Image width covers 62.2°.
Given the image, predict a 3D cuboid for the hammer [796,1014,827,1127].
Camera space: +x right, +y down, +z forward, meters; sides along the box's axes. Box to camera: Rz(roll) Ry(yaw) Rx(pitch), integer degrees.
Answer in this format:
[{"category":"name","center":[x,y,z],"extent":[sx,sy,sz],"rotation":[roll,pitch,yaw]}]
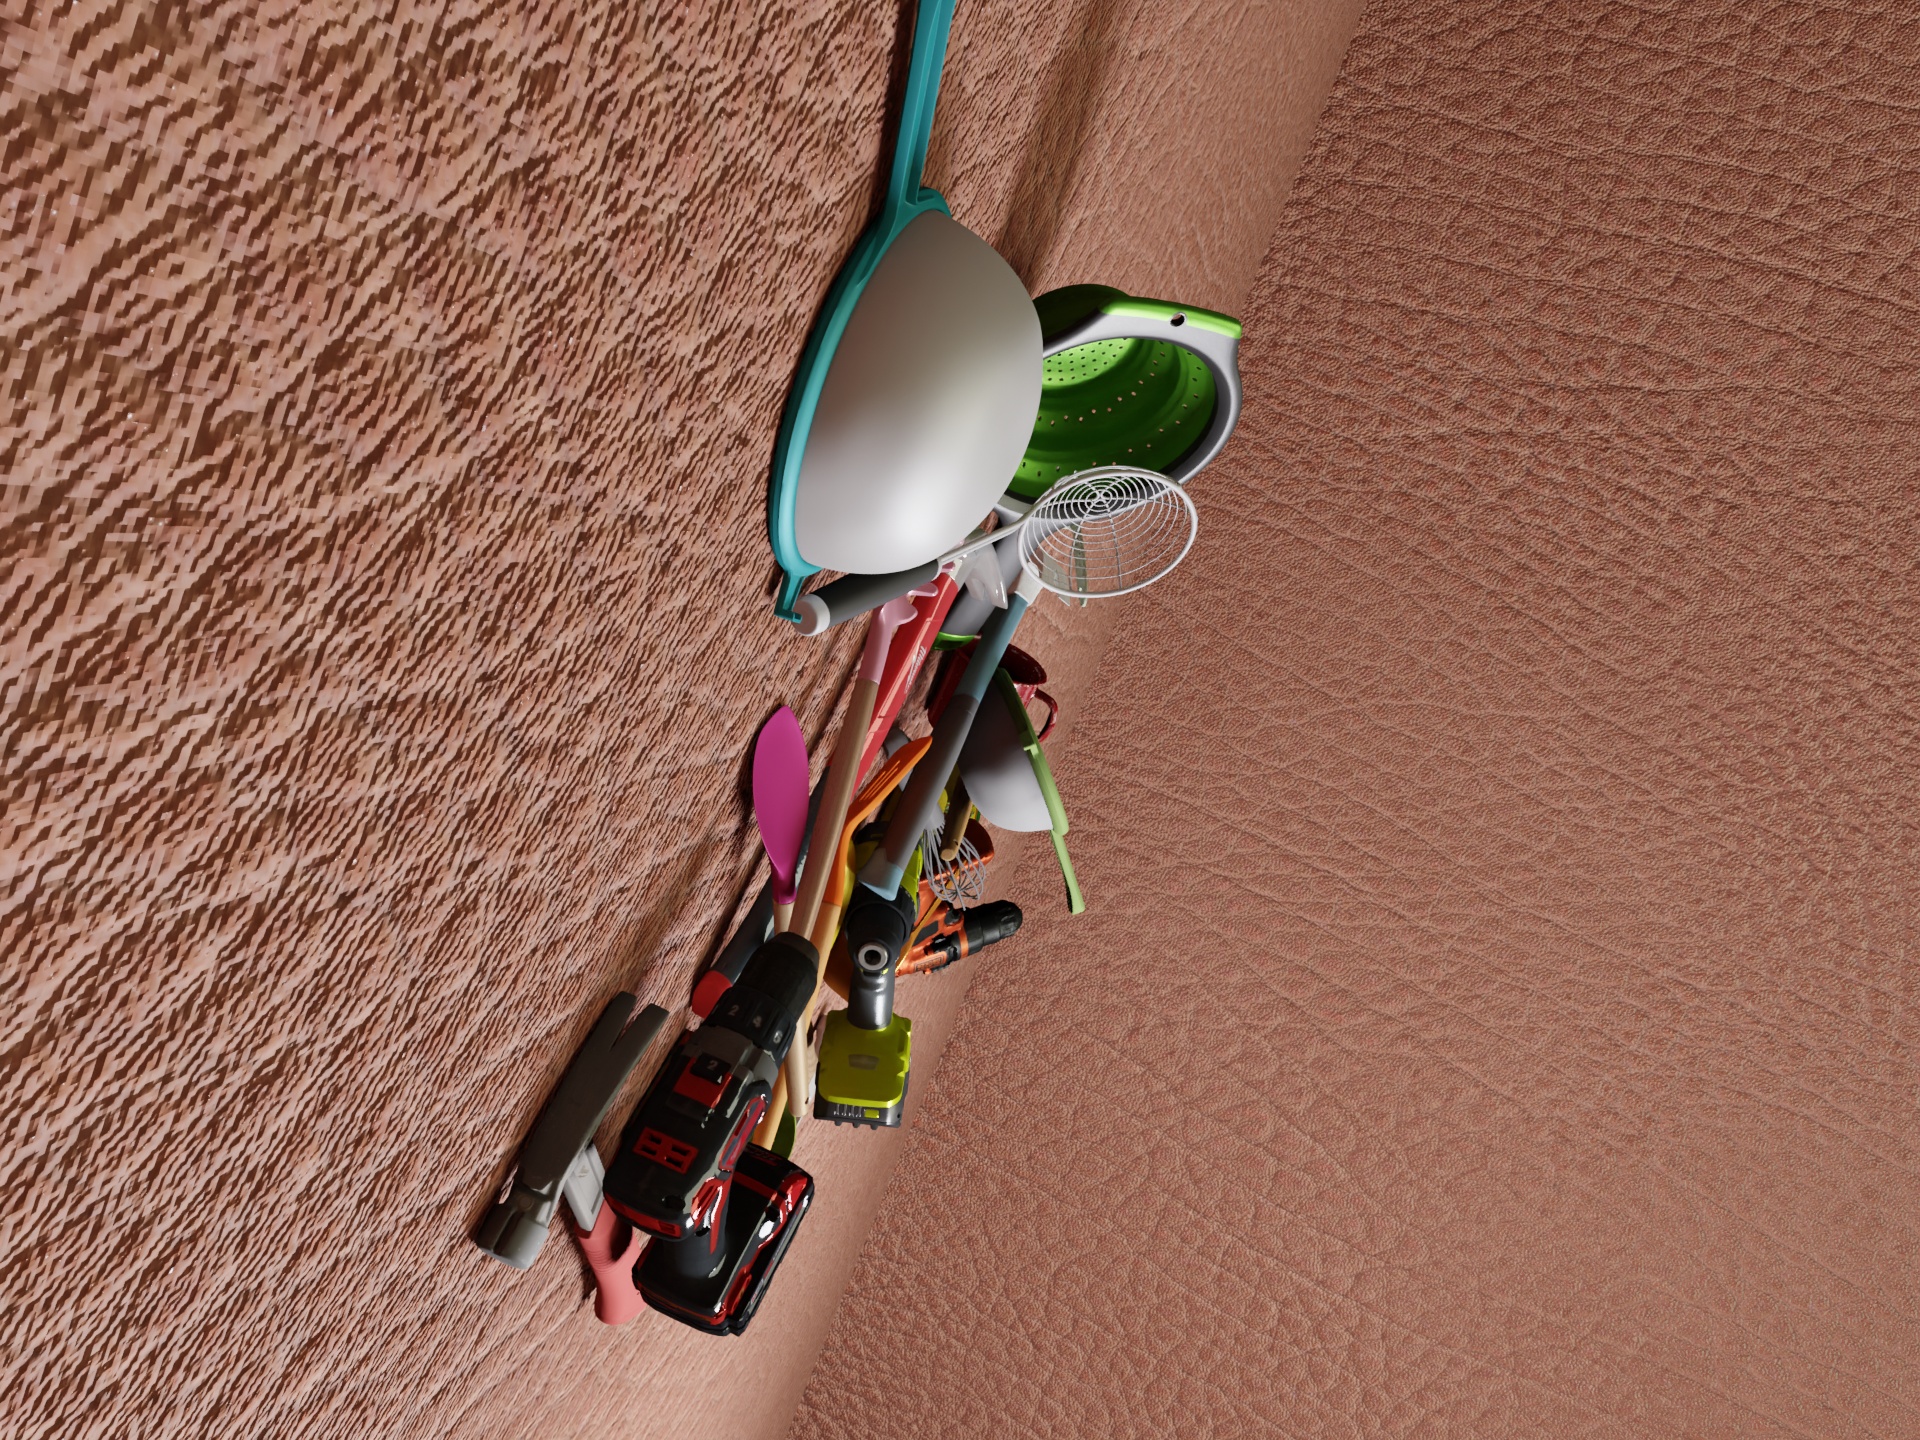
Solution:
[{"category":"hammer","center":[-0.145,0.289,1.418],"extent":[0.331,0.031,0.130],"rotation":[94,20,-65]}]

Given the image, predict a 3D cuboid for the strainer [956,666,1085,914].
[{"category":"strainer","center":[0.048,0.077,1.361],"extent":[0.152,0.069,0.256],"rotation":[-114,-176,-57]}]

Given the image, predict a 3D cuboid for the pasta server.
[{"category":"pasta server","center":[-0.059,0.002,1.015],"extent":[0.060,0.040,0.316],"rotation":[42,60,-65]}]

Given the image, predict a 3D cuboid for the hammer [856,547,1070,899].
[{"category":"hammer","center":[-0.002,-0.004,1.274],"extent":[0.128,0.033,0.331],"rotation":[-13,-135,54]}]

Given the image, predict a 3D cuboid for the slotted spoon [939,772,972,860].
[{"category":"slotted spoon","center":[0.007,0.056,1.405],"extent":[0.031,0.070,0.314],"rotation":[-35,-168,16]}]

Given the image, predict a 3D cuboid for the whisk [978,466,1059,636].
[{"category":"whisk","center":[0.047,-0.152,1.402],"extent":[0.070,0.070,0.284],"rotation":[-60,175,-40]}]

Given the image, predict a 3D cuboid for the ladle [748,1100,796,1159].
[{"category":"ladle","center":[-0.150,0.279,1.182],"extent":[0.320,0.062,0.078],"rotation":[106,3,-63]}]

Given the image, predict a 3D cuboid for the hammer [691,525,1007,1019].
[{"category":"hammer","center":[-0.072,0.036,1.096],"extent":[0.386,0.038,0.143],"rotation":[-63,157,-15]}]

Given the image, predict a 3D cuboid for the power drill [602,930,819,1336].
[{"category":"power drill","center":[-0.137,0.249,0.954],"extent":[0.226,0.080,0.188],"rotation":[95,19,-50]}]

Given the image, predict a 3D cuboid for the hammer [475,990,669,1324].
[{"category":"hammer","center":[-0.214,0.296,0.968],"extent":[0.358,0.037,0.149],"rotation":[99,16,-58]}]

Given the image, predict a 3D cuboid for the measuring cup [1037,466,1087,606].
[{"category":"measuring cup","center":[0.086,-0.172,1.406],"extent":[0.083,0.038,0.168],"rotation":[116,-27,-56]}]

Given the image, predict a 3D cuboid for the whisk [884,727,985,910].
[{"category":"whisk","center":[-0.026,0.087,1.380],"extent":[0.055,0.055,0.238],"rotation":[-62,148,-32]}]

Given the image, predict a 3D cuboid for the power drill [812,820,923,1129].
[{"category":"power drill","center":[-0.073,0.219,1.314],"extent":[0.191,0.080,0.228],"rotation":[-87,-176,-69]}]

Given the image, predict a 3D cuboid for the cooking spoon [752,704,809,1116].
[{"category":"cooking spoon","center":[-0.111,0.133,1.016],"extent":[0.069,0.017,0.318],"rotation":[-53,149,-54]}]

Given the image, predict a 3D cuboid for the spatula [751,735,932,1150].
[{"category":"spatula","center":[-0.091,0.158,1.141],"extent":[0.081,0.041,0.323],"rotation":[160,-52,-69]}]

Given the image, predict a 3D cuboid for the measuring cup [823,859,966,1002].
[{"category":"measuring cup","center":[-0.064,0.185,1.482],"extent":[0.174,0.052,0.095],"rotation":[-52,166,-16]}]

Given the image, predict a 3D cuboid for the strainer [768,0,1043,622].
[{"category":"strainer","center":[-0.002,-0.200,0.783],"extent":[0.340,0.095,0.211],"rotation":[106,11,-48]}]

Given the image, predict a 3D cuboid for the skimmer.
[{"category":"skimmer","center":[0.031,-0.091,1.017],"extent":[0.127,0.090,0.363],"rotation":[-44,171,38]}]

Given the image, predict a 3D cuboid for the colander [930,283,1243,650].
[{"category":"colander","center":[0.054,-0.192,1.172],"extent":[0.397,0.204,0.095],"rotation":[-53,-139,49]}]
